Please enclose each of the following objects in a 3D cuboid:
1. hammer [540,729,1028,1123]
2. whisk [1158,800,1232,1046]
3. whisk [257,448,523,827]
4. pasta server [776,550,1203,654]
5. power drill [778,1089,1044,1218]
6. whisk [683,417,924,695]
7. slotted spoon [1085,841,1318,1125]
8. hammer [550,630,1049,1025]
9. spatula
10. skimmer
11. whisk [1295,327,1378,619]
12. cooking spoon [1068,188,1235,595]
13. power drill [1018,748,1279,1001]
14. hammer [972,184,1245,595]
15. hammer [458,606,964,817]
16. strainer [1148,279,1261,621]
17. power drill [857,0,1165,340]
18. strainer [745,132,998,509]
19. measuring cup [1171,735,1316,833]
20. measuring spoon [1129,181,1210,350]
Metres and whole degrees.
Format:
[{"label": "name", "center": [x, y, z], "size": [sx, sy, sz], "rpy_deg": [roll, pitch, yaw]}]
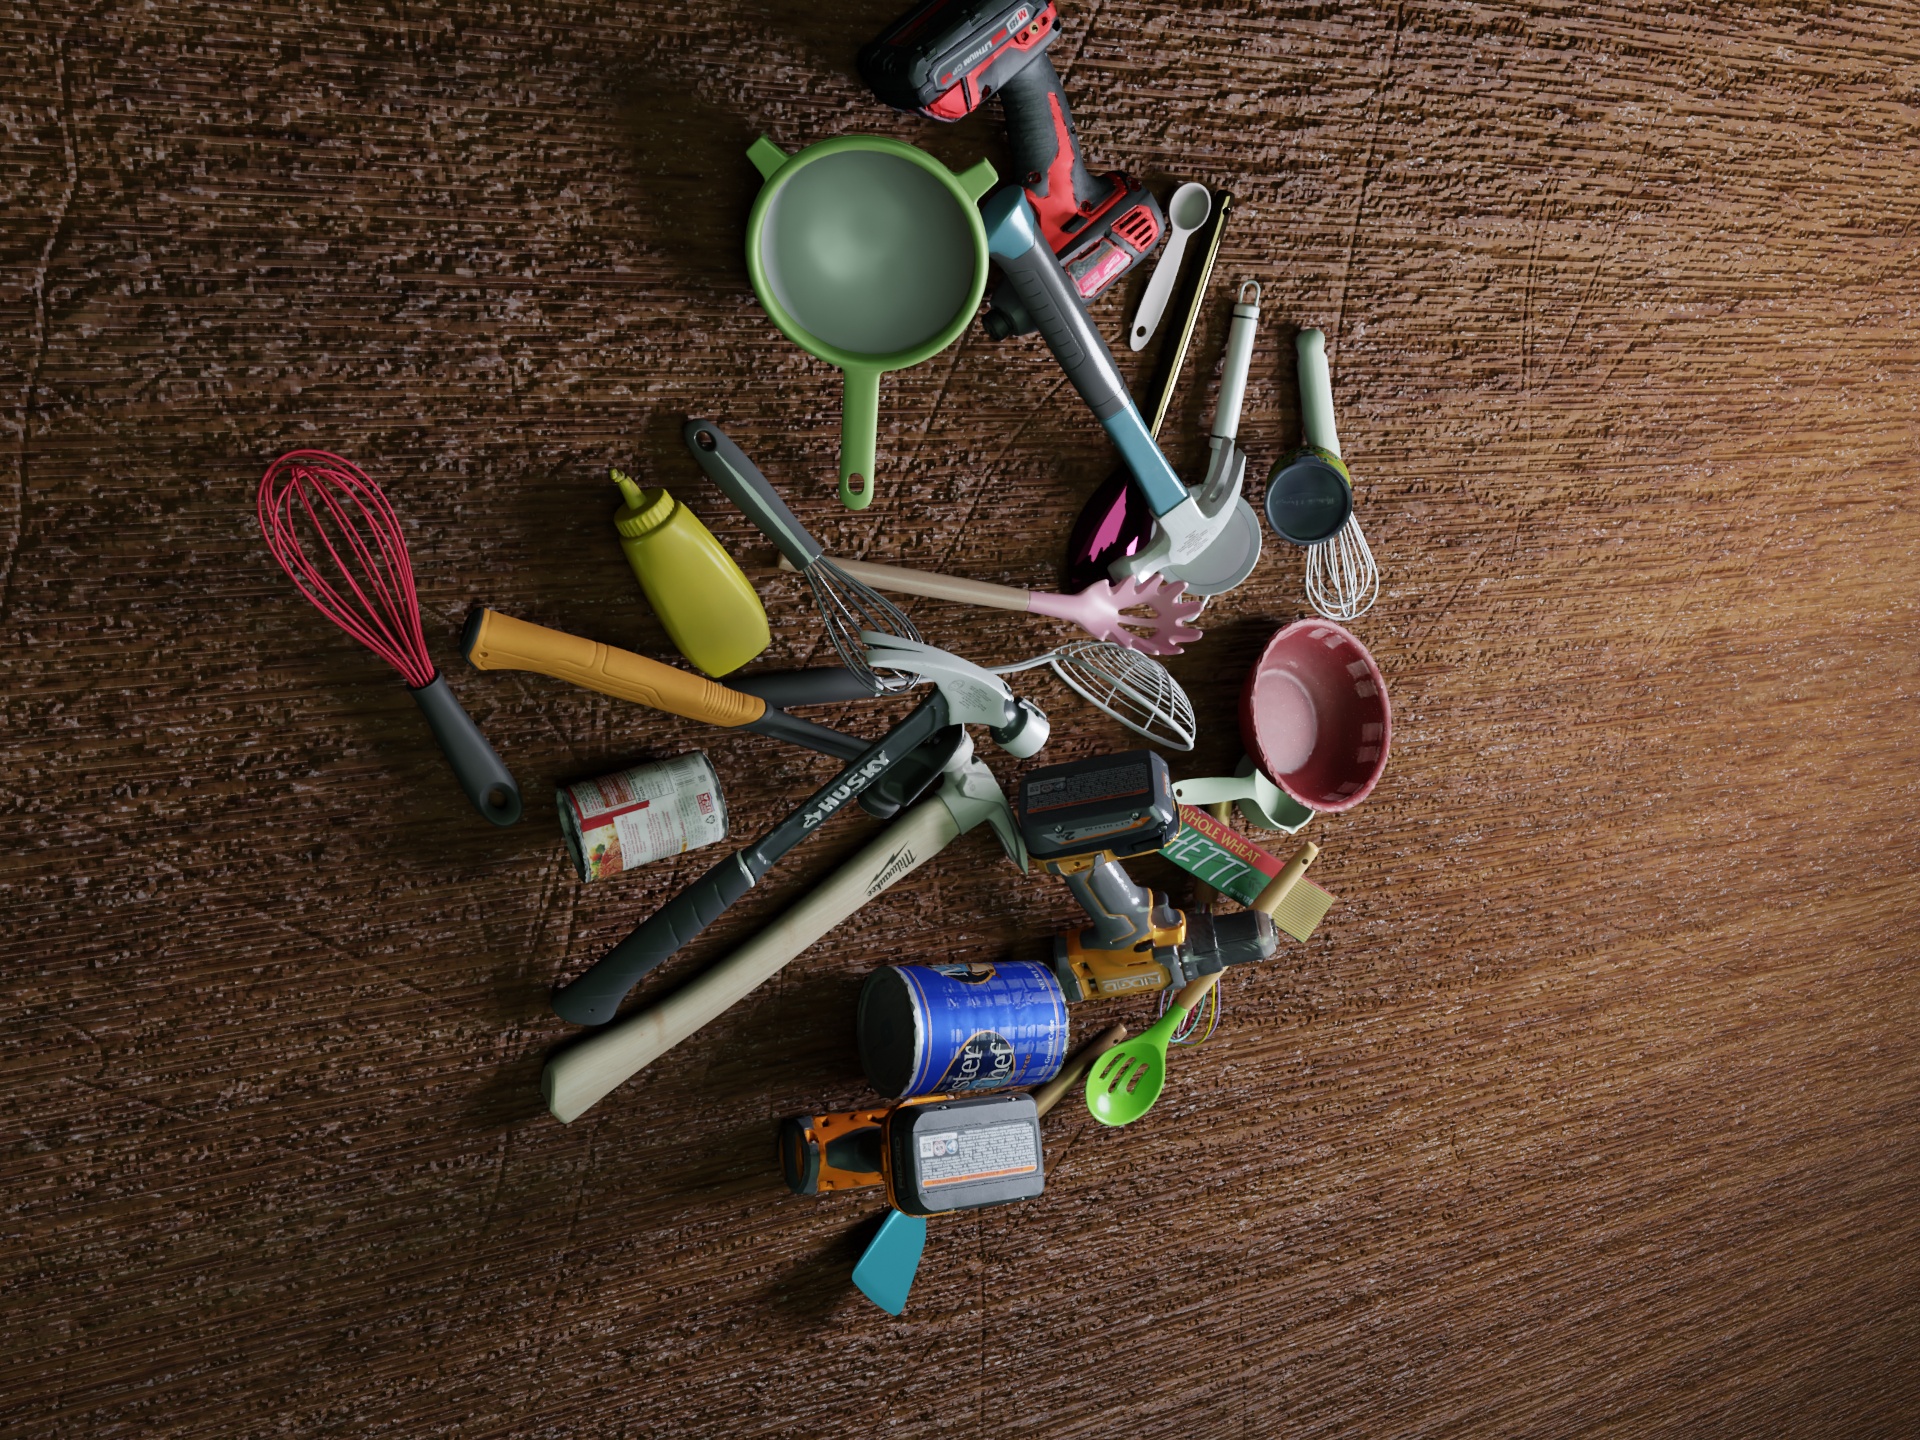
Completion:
[{"label": "hammer", "center": [-0.133, 0.174, 1.213], "size": [0.410, 0.038, 0.146], "rpy_deg": [-36, 125, -9]}, {"label": "whisk", "center": [0.208, 0.176, 1.397], "size": [0.051, 0.047, 0.245], "rpy_deg": [-2, 108, -26]}, {"label": "whisk", "center": [-0.344, -0.041, 0.992], "size": [0.073, 0.073, 0.295], "rpy_deg": [-30, 129, -13]}, {"label": "pasta server", "center": [0.025, -0.092, 1.143], "size": [0.316, 0.040, 0.060], "rpy_deg": [8, 80, -18]}, {"label": "power drill", "center": [-0.026, 0.333, 1.242], "size": [0.164, 0.226, 0.084], "rpy_deg": [1, 78, -30]}, {"label": "whisk", "center": [-0.105, -0.108, 1.074], "size": [0.055, 0.055, 0.238], "rpy_deg": [-42, 109, -5]}, {"label": "slotted spoon", "center": [0.208, 0.226, 1.366], "size": [0.070, 0.031, 0.313], "rpy_deg": [29, 109, -16]}, {"label": "hammer", "center": [-0.136, 0.089, 1.080], "size": [0.409, 0.036, 0.149], "rpy_deg": [-39, 131, 20]}, {"label": "spatula", "center": [0.032, 0.382, 1.391], "size": [0.317, 0.044, 0.082], "rpy_deg": [-41, 127, -7]}, {"label": "skimmer", "center": [-0.002, -0.004, 1.168], "size": [0.363, 0.127, 0.090], "rpy_deg": [-6, 97, -18]}, {"label": "whisk", "center": [0.294, -0.192, 1.272], "size": [0.059, 0.058, 0.246], "rpy_deg": [-9, 116, 9]}, {"label": "cooking spoon", "center": [0.147, -0.235, 1.188], "size": [0.068, 0.017, 0.318], "rpy_deg": [9, 107, -26]}, {"label": "power drill", "center": [0.151, 0.131, 1.275], "size": [0.185, 0.084, 0.226], "rpy_deg": [-11, 128, 10]}, {"label": "hammer", "center": [0.099, -0.225, 1.097], "size": [0.128, 0.033, 0.330], "rpy_deg": [-35, 132, 5]}, {"label": "hammer", "center": [-0.163, -0.014, 1.065], "size": [0.336, 0.034, 0.127], "rpy_deg": [18, 140, -25]}, {"label": "strainer", "center": [0.201, -0.205, 1.218], "size": [0.087, 0.050, 0.258], "rpy_deg": [12, 105, 15]}, {"label": "power drill", "center": [0.035, -0.362, 1.039], "size": [0.143, 0.079, 0.219], "rpy_deg": [-41, 128, -6]}, {"label": "strainer", "center": [-0.061, -0.262, 1.038], "size": [0.151, 0.069, 0.256], "rpy_deg": [6, 129, 0]}, {"label": "measuring cup", "center": [0.229, 0.058, 1.337], "size": [0.167, 0.038, 0.083], "rpy_deg": [-2, 84, -31]}, {"label": "measuring spoon", "center": [0.145, -0.329, 1.151], "size": [0.034, 0.018, 0.124], "rpy_deg": [8, 115, -30]}]
